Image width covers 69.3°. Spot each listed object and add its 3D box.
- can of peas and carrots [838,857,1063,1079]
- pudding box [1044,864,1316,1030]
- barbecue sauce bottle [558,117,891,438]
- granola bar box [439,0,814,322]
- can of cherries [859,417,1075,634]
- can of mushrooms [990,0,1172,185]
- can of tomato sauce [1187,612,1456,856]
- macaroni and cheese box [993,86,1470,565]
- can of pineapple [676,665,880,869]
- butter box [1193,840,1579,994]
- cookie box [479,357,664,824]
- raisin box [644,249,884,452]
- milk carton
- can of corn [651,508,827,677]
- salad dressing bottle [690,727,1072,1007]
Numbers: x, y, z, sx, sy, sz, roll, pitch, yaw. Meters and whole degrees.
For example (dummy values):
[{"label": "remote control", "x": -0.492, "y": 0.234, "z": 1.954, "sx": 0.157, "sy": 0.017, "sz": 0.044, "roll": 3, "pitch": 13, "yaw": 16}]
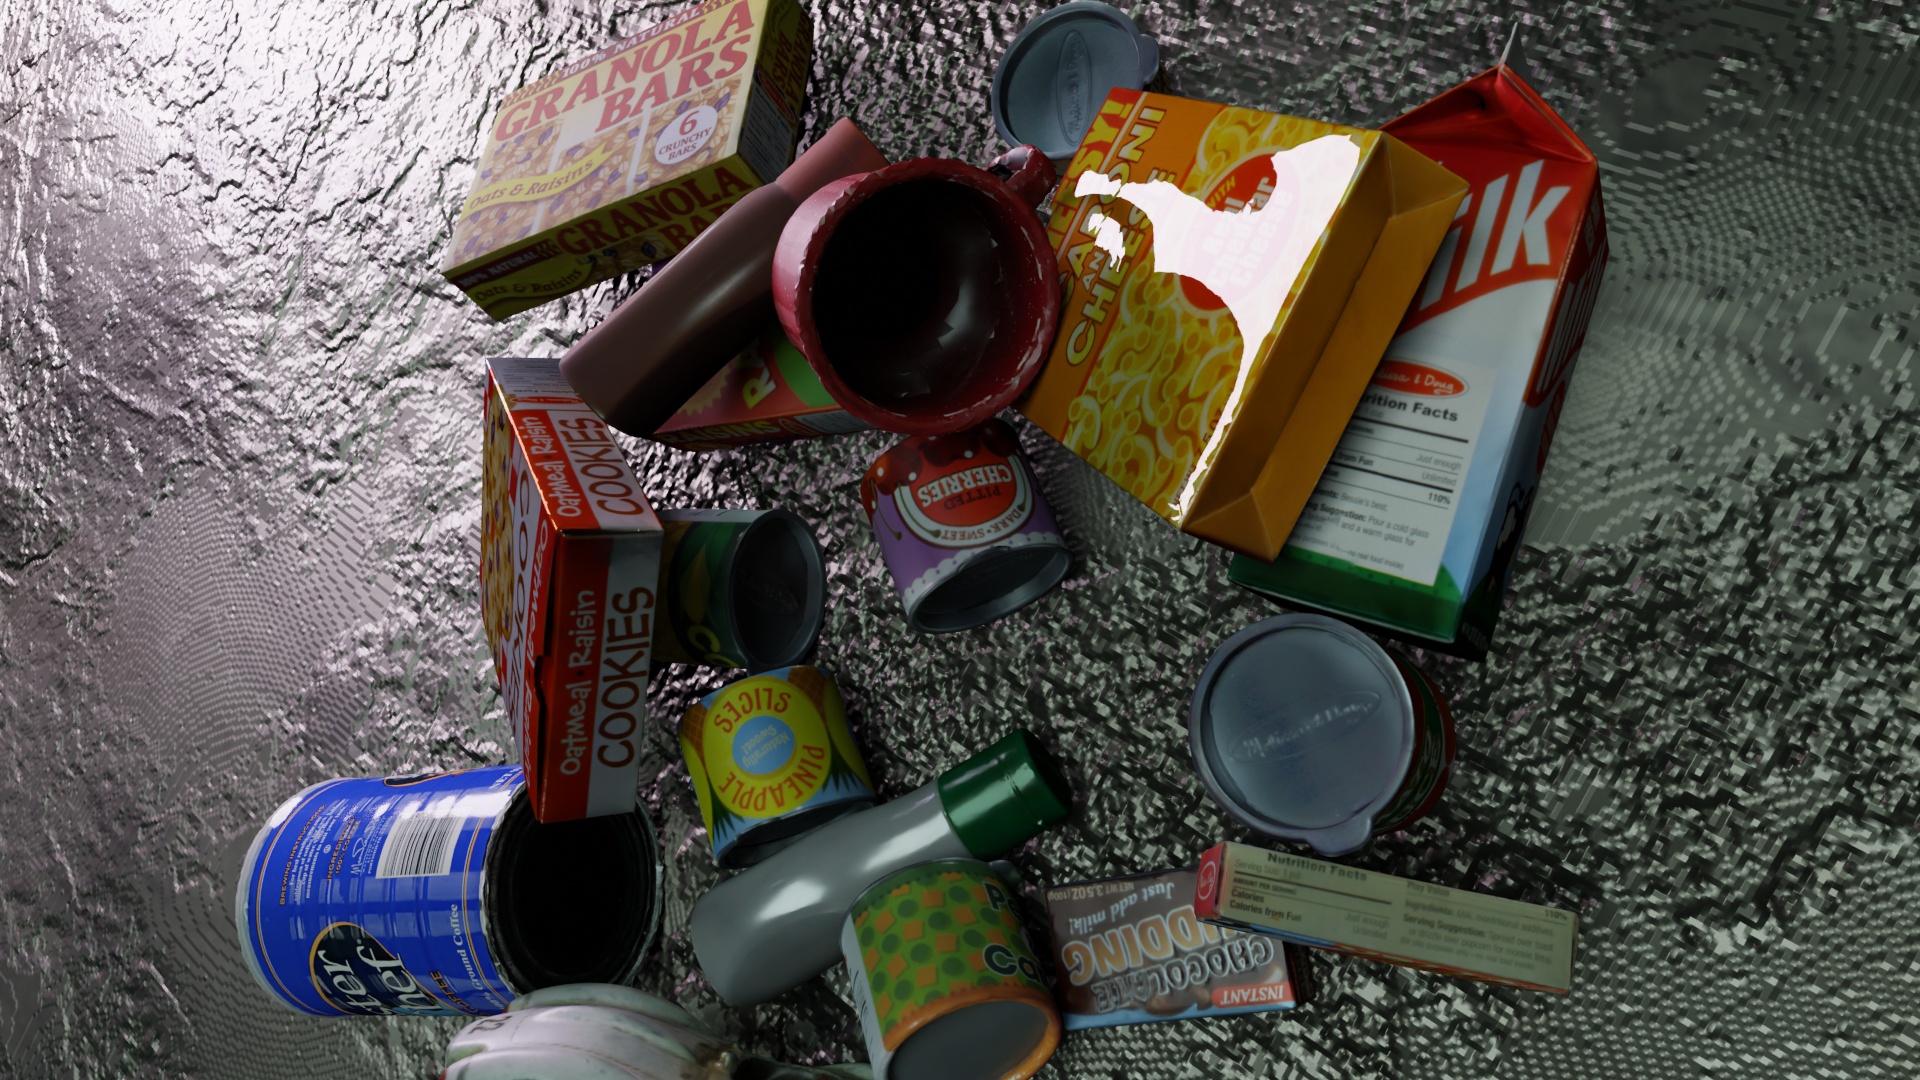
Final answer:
[{"label": "can of peas and carrots", "x": -0.002, "y": 0.153, "z": 0.482, "sx": 0.071, "sy": 0.071, "sz": 0.059, "roll": -42, "pitch": 38, "yaw": 14}, {"label": "pudding box", "x": 0.074, "y": 0.138, "z": 0.475, "sx": 0.083, "sy": 0.030, "sz": 0.050, "roll": -14, "pitch": 74, "yaw": 25}, {"label": "barbecue sauce bottle", "x": -0.088, "y": -0.104, "z": 0.551, "sx": 0.148, "sy": 0.065, "sz": 0.043, "roll": -41, "pitch": 88, "yaw": 4}, {"label": "granola bar box", "x": -0.149, "y": -0.178, "z": 0.635, "sx": 0.165, "sy": 0.039, "sz": 0.125, "roll": -14, "pitch": 53, "yaw": 25}, {"label": "can of cherries", "x": 0.002, "y": -0.007, "z": 0.521, "sx": 0.071, "sy": 0.071, "sz": 0.058, "roll": -31, "pitch": 66, "yaw": 19}, {"label": "can of mushrooms", "x": 0.051, "y": -0.176, "z": 0.552, "sx": 0.071, "sy": 0.033, "sz": 0.071, "roll": -6, "pitch": 76, "yaw": 27}, {"label": "can of tomato sauce", "x": 0.118, "y": 0.062, "z": 0.437, "sx": 0.071, "sy": 0.083, "sz": 0.071, "roll": -6, "pitch": 77, "yaw": 27}, {"label": "macaroni and cheese box", "x": 0.073, "y": -0.082, "z": 0.463, "sx": 0.123, "sy": 0.040, "sz": 0.167, "roll": -64, "pitch": 29, "yaw": 11}, {"label": "can of pineapple", "x": -0.072, "y": 0.088, "z": 0.540, "sx": 0.071, "sy": 0.071, "sz": 0.058, "roll": -31, "pitch": 67, "yaw": 19}, {"label": "butter box", "x": 0.125, "y": 0.114, "z": 0.419, "sx": 0.103, "sy": 0.053, "sz": 0.024, "roll": 11, "pitch": 75, "yaw": 5}, {"label": "cookie box", "x": -0.162, "y": 0.013, "z": 0.556, "sx": 0.168, "sy": 0.040, "sz": 0.122, "roll": 48, "pitch": 134, "yaw": 52}, {"label": "raisin box", "x": -0.077, "y": -0.087, "z": 0.598, "sx": 0.123, "sy": 0.040, "sz": 0.086, "roll": -5, "pitch": 78, "yaw": 28}, {"label": "milk carton", "x": 0.157, "y": -0.063, "z": 0.450, "sx": 0.073, "sy": 0.072, "sz": 0.190, "roll": 17, "pitch": 88, "yaw": 29}, {"label": "can of corn", "x": -0.098, "y": 0.022, "z": 0.569, "sx": 0.058, "sy": 0.071, "sz": 0.071, "roll": 2, "pitch": 80, "yaw": 29}, {"label": "salad dressing bottle", "x": -0.029, "y": 0.121, "z": 0.519, "sx": 0.147, "sy": 0.064, "sz": 0.044, "roll": -31, "pitch": 56, "yaw": 10}]
